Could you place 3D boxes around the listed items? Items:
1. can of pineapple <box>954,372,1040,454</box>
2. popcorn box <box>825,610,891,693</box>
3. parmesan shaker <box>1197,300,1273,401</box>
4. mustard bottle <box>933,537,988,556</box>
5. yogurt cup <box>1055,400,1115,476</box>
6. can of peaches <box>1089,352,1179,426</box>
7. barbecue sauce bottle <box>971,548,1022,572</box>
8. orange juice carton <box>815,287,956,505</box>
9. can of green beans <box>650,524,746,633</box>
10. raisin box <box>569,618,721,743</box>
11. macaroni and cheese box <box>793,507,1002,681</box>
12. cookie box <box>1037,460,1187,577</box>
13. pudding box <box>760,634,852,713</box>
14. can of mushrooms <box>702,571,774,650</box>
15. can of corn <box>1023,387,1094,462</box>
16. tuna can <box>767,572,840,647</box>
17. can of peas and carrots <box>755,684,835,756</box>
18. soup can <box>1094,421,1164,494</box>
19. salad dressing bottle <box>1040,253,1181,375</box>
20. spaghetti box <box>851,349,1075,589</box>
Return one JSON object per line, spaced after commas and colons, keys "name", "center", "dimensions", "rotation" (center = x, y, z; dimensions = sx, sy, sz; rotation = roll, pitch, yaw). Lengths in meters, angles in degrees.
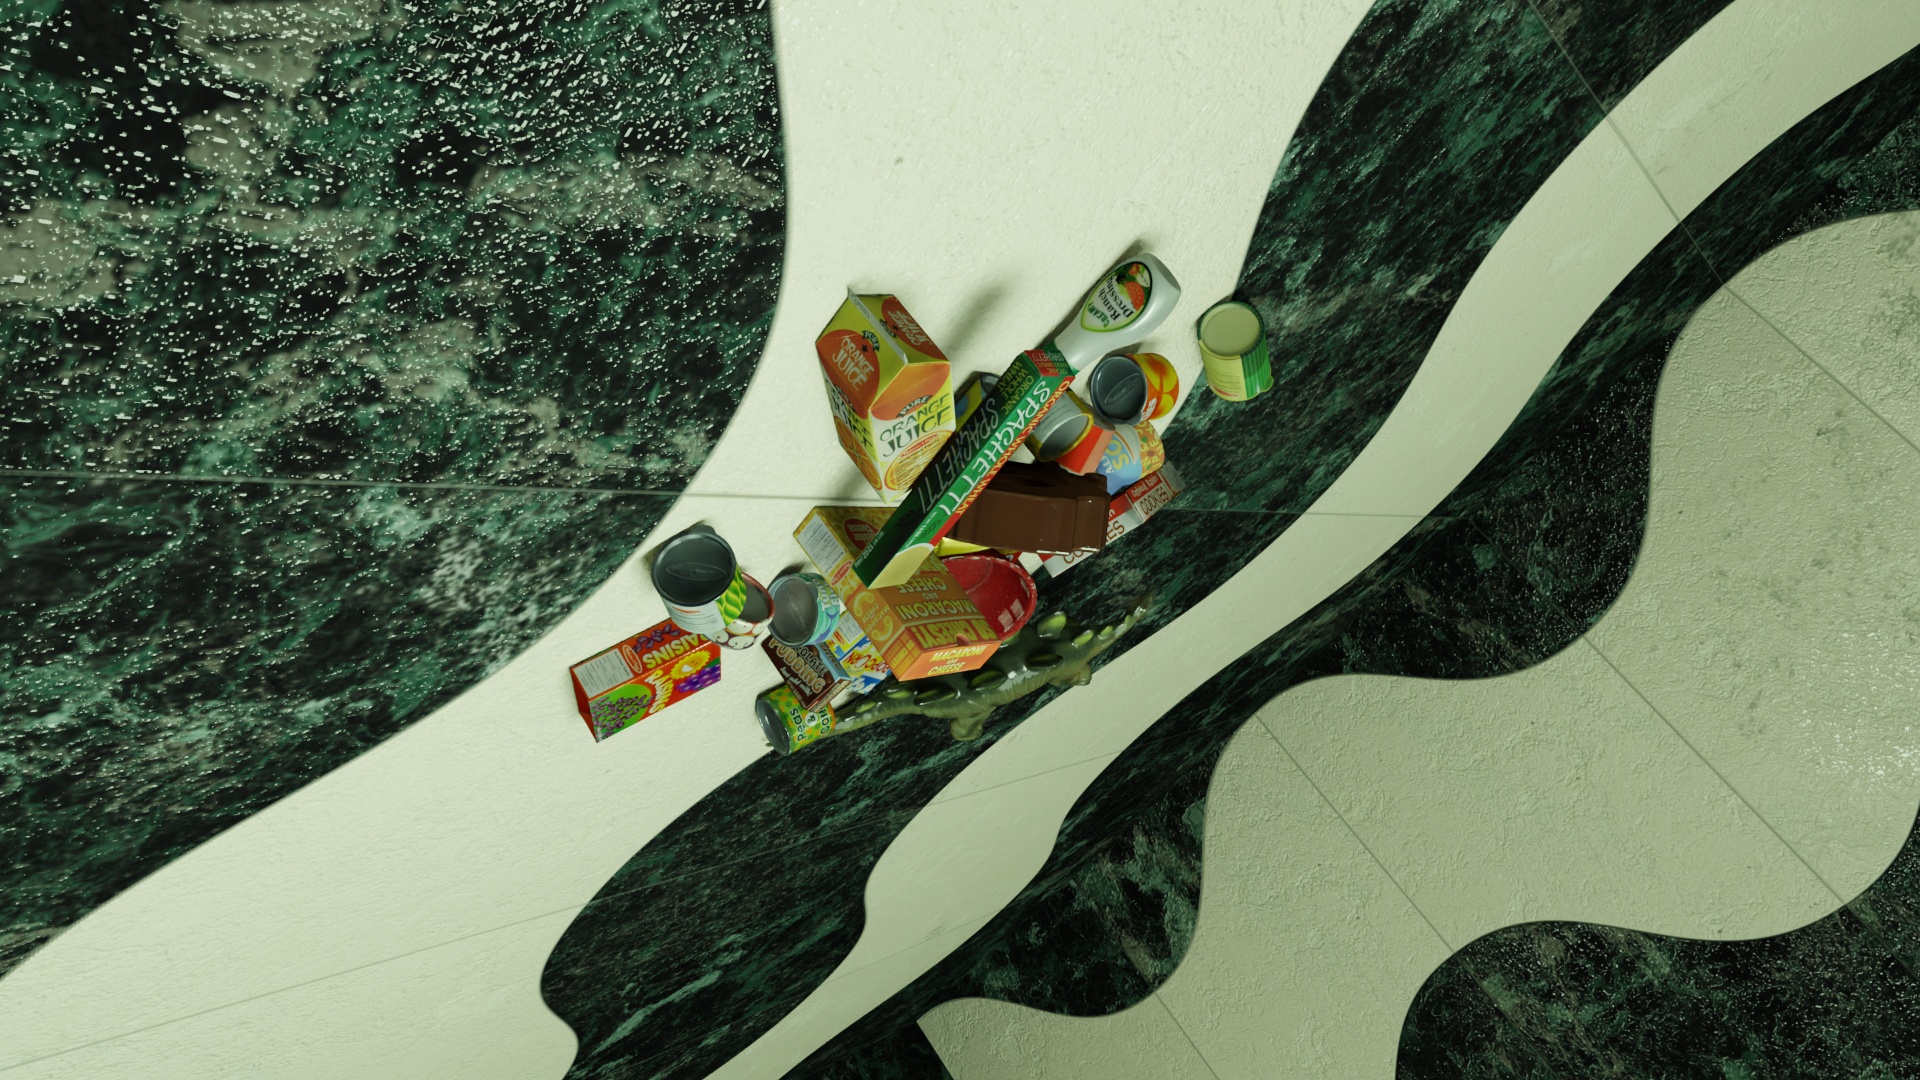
{"name": "can of pineapple", "center": [0.025, -0.099, 1.189], "dimensions": [0.057, 0.071, 0.071], "rotation": [-48, 155, 24]}
{"name": "popcorn box", "center": [-0.104, 0.114, 1.447], "dimensions": [0.085, 0.038, 0.126], "rotation": [-42, 157, 8]}
{"name": "parmesan shaker", "center": [0.278, -0.189, 1.394], "dimensions": [0.071, 0.071, 0.103], "rotation": [-38, 157, 1]}
{"name": "mustard bottle", "center": [0.005, -0.017, 1.325], "dimensions": [0.161, 0.065, 0.048], "rotation": [-17, 119, -23]}
{"name": "yogurt cup", "center": [0.112, -0.100, 1.328], "dimensions": [0.072, 0.072, 0.053], "rotation": [-2, 131, -55]}
{"name": "can of peaches", "center": [0.166, -0.142, 1.316], "dimensions": [0.058, 0.071, 0.071], "rotation": [-12, 146, -49]}
{"name": "barbecue sauce bottle", "center": [0.064, -0.031, 1.413], "dimensions": [0.065, 0.044, 0.148], "rotation": [0, 137, -46]}
{"name": "orange juice carton", "center": [-0.054, -0.111, 1.042], "dimensions": [0.073, 0.072, 0.192], "rotation": [-33, 158, -12]}
{"name": "can of green beans", "center": [-0.206, 0.034, 1.100], "dimensions": [0.071, 0.071, 0.057], "rotation": [-32, 158, -14]}
{"name": "raisin box", "center": [-0.269, 0.115, 1.199], "dimensions": [0.124, 0.040, 0.085], "rotation": [-26, 154, -23]}
{"name": "macaroni and cheese box", "center": [-0.053, 0.042, 1.213], "dimensions": [0.040, 0.167, 0.124], "rotation": [-50, 155, 25]}
{"name": "cookie box", "center": [0.163, -0.025, 1.491], "dimensions": [0.122, 0.040, 0.168], "rotation": [-34, 178, 28]}
{"name": "pudding box", "center": [-0.147, 0.117, 1.326], "dimensions": [0.049, 0.084, 0.030], "rotation": [-41, 157, 9]}
{"name": "can of mushrooms", "center": [-0.190, 0.057, 1.168], "dimensions": [0.071, 0.071, 0.033], "rotation": [-6, 141, -52]}
{"name": "can of corn", "center": [0.079, -0.112, 1.258], "dimensions": [0.071, 0.058, 0.071], "rotation": [-31, 157, -15]}
{"name": "tuna can", "center": [-0.141, 0.060, 1.249], "dimensions": [0.070, 0.071, 0.033], "rotation": [-50, 156, 27]}
{"name": "can of peas and carrots", "center": [-0.169, 0.181, 1.435], "dimensions": [0.059, 0.071, 0.070], "rotation": [-26, 155, -28]}
{"name": "soup can", "center": [0.156, -0.087, 1.415], "dimensions": [0.084, 0.071, 0.071], "rotation": [-29, 156, -21]}
{"name": "salad dressing bottle", "center": [0.119, -0.182, 1.187], "dimensions": [0.147, 0.064, 0.044], "rotation": [-39, 151, 23]}
{"name": "spaghetti box", "center": [-0.001, -0.053, 1.100], "dimensions": [0.050, 0.029, 0.249], "rotation": [-7, 144, -52]}
